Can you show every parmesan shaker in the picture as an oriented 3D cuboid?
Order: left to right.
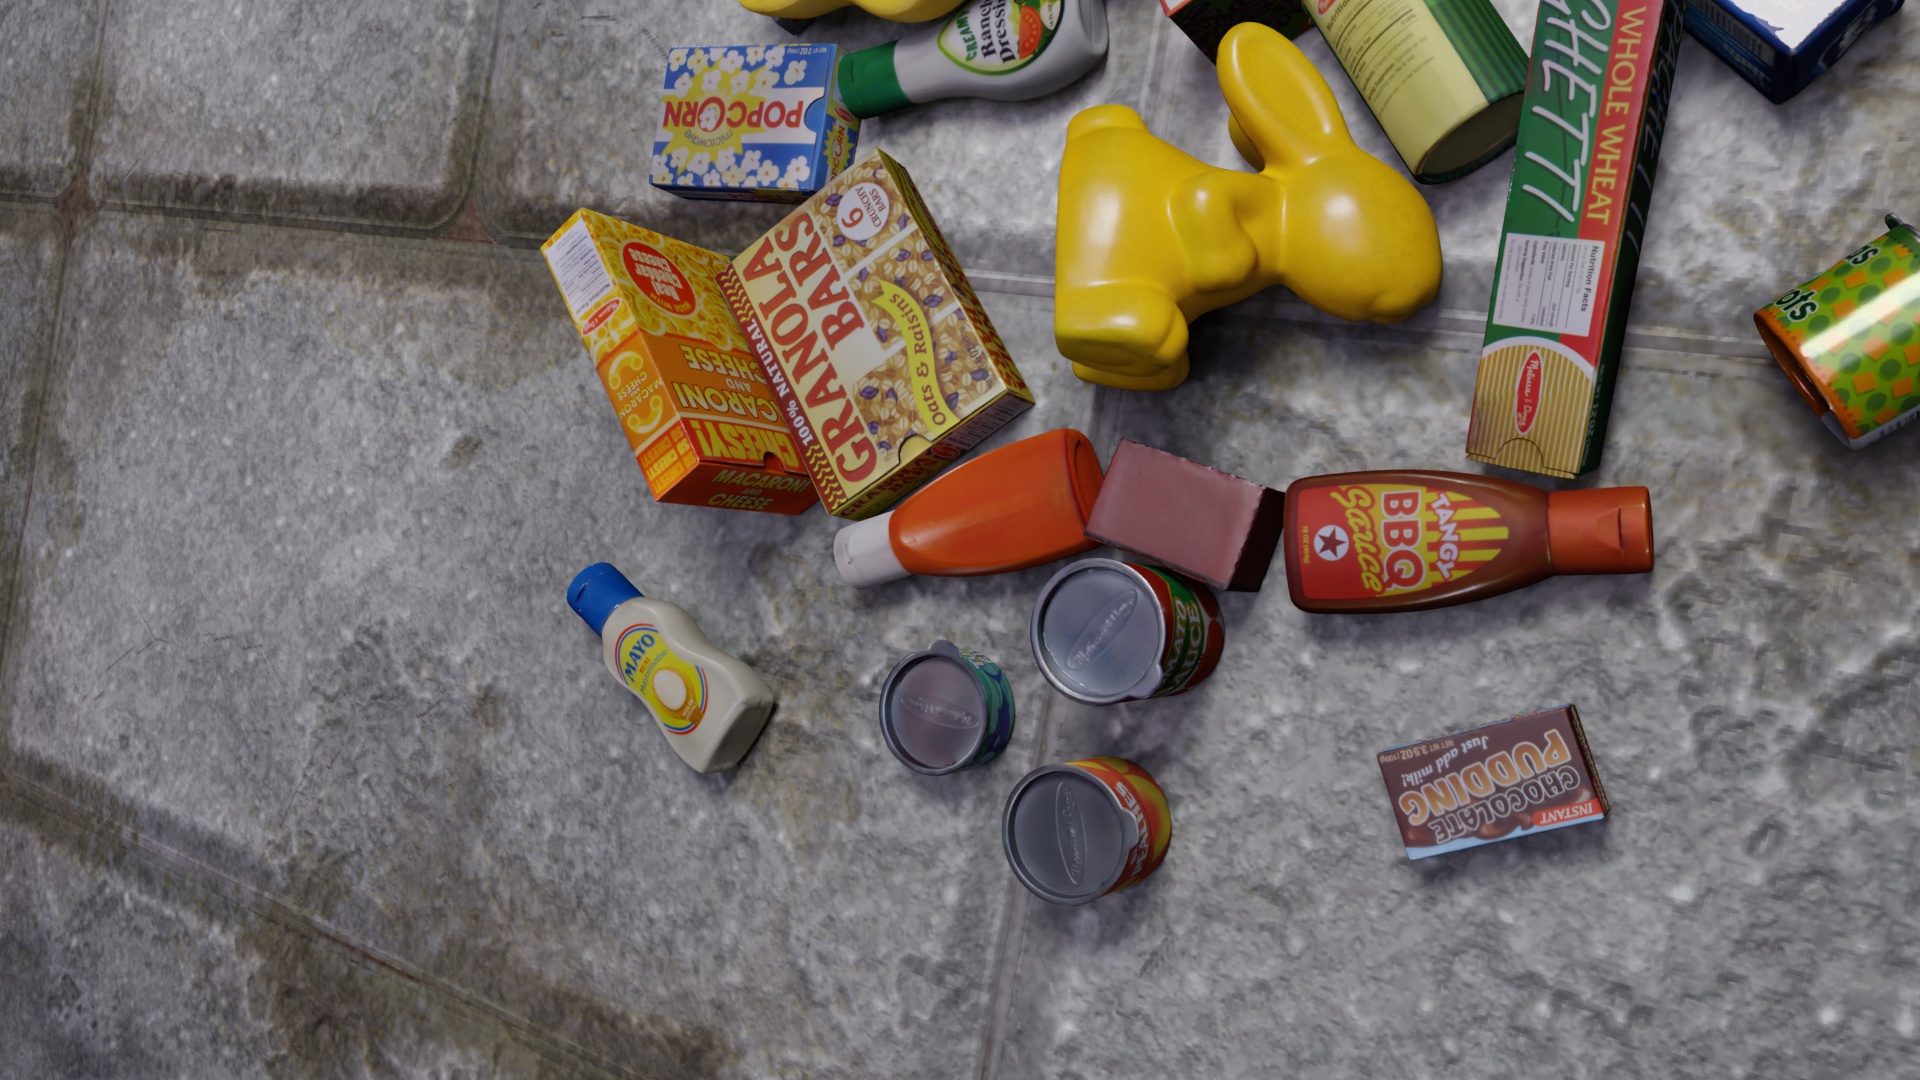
[{"bbox_3d":[0.205,-0.218,0.620,0.071,0.071,0.103,-33,72,24],"label":"parmesan shaker"}]

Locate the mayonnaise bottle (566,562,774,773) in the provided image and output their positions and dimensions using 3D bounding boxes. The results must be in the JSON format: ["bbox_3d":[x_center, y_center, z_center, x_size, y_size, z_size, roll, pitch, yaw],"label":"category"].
[{"bbox_3d":[-0.177,0.070,0.824,0.148,0.041,0.064,39,107,25],"label":"mayonnaise bottle"}]

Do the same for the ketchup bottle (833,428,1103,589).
[{"bbox_3d":[0.003,-0.009,0.729,0.148,0.043,0.065,-17,78,27],"label":"ketchup bottle"}]

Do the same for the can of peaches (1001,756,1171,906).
[{"bbox_3d":[0.064,0.139,0.674,0.071,0.058,0.071,-3,84,29],"label":"can of peaches"}]

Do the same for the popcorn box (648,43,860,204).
[{"bbox_3d":[-0.121,-0.245,0.819,0.127,0.038,0.085,10,90,30],"label":"popcorn box"}]

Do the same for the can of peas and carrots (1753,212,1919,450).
[{"bbox_3d":[0.347,-0.078,0.528,0.058,0.071,0.071,-36,70,23],"label":"can of peas and carrots"}]

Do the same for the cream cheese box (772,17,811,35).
[{"bbox_3d":[-0.106,-0.359,0.828,0.053,0.024,0.104,-35,71,21],"label":"cream cheese box"}]

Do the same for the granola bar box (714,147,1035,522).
[{"bbox_3d":[-0.051,-0.112,0.766,0.124,0.039,0.166,-34,71,20],"label":"granola bar box"}]

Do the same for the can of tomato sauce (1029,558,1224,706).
[{"bbox_3d":[0.082,0.044,0.657,0.071,0.083,0.071,-2,86,29],"label":"can of tomato sauce"}]

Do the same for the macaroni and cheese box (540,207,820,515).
[{"bbox_3d":[-0.148,-0.097,0.774,0.040,0.124,0.167,-36,70,24],"label":"macaroni and cheese box"}]

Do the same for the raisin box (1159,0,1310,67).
[{"bbox_3d":[0.155,-0.275,0.639,0.123,0.086,0.040,-30,71,24],"label":"raisin box"}]

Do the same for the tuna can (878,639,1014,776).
[{"bbox_3d":[-0.006,0.087,0.732,0.071,0.033,0.071,-2,85,29],"label":"tuna can"}]

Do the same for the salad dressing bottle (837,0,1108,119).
[{"bbox_3d":[0.004,-0.262,0.747,0.147,0.044,0.064,-7,81,29],"label":"salad dressing bottle"}]

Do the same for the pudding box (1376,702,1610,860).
[{"bbox_3d":[0.229,0.105,0.600,0.083,0.030,0.050,-20,78,27],"label":"pudding box"}]

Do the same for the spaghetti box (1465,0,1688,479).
[{"bbox_3d":[0.254,-0.151,0.567,0.050,0.029,0.249,17,110,40],"label":"spaghetti box"}]

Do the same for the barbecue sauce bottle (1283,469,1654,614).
[{"bbox_3d":[0.219,-0.001,0.607,0.148,0.044,0.065,-3,85,29],"label":"barbecue sauce bottle"}]
